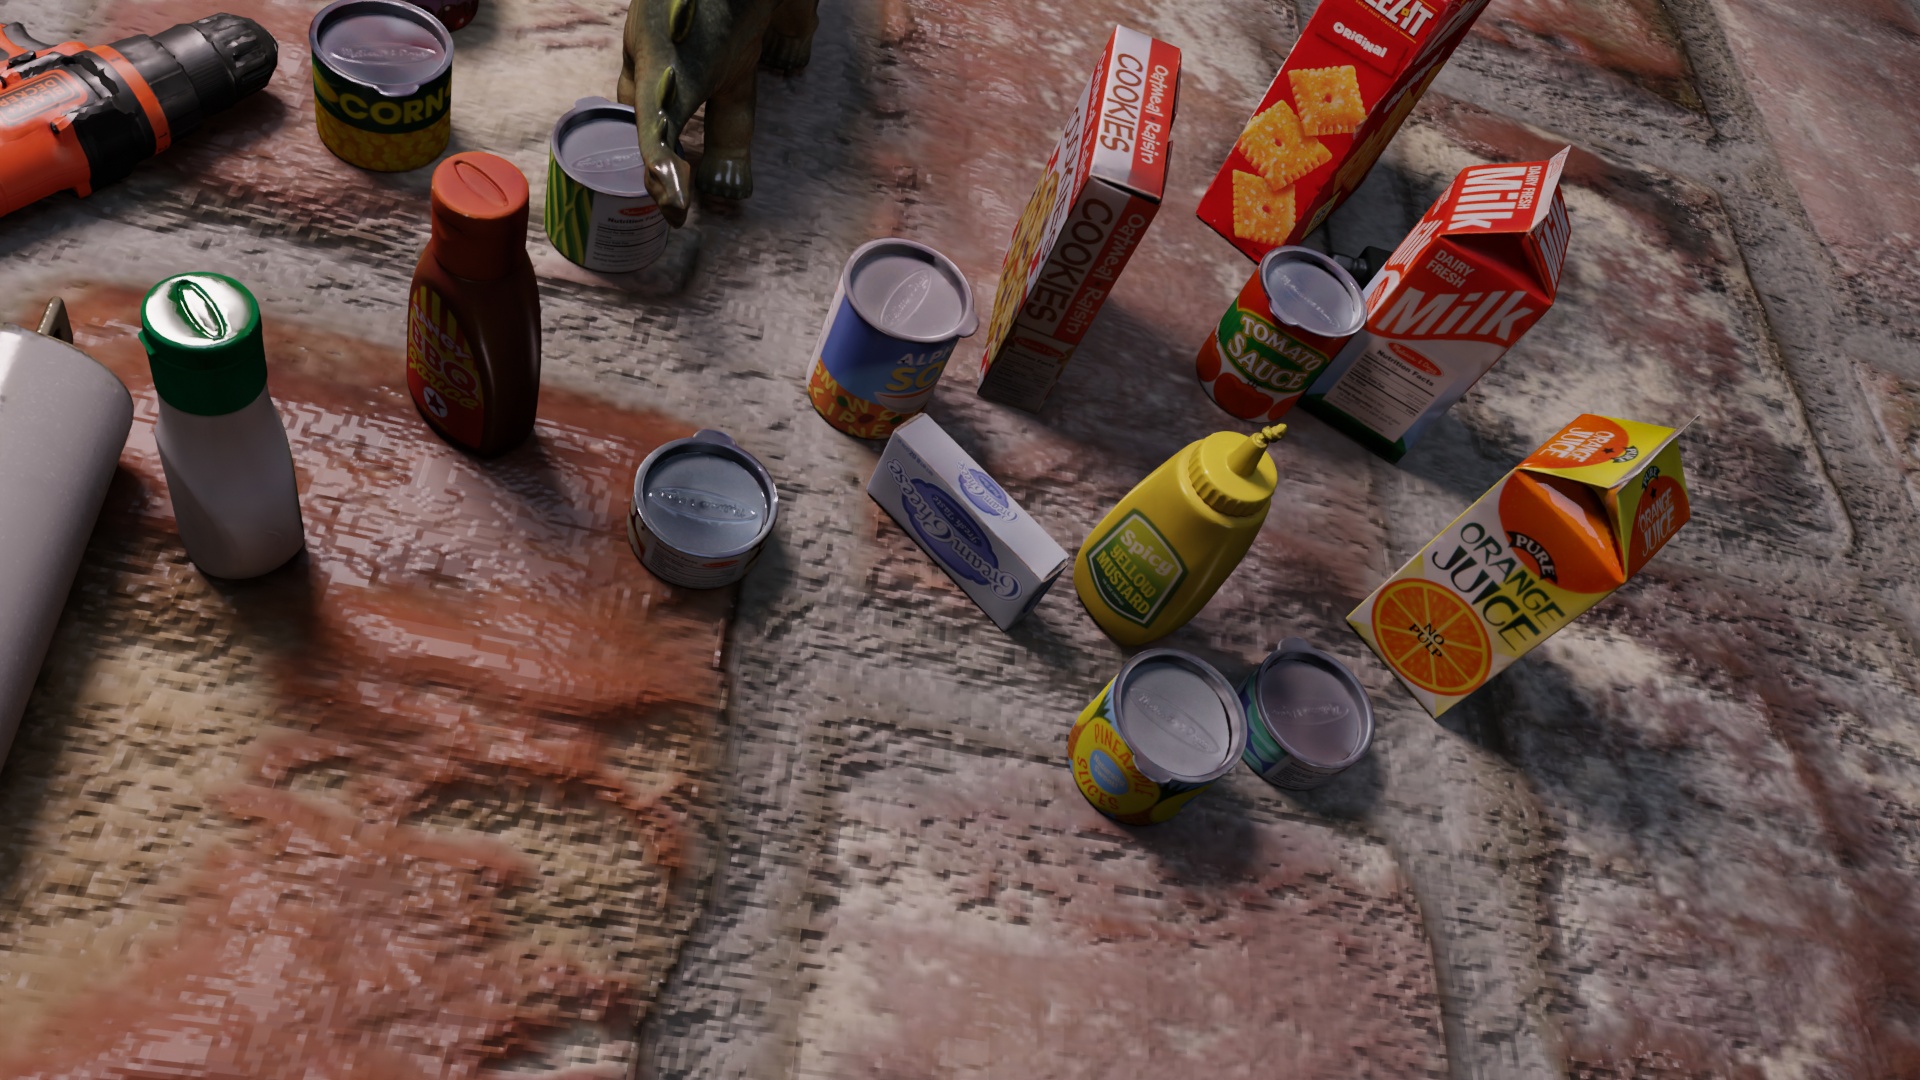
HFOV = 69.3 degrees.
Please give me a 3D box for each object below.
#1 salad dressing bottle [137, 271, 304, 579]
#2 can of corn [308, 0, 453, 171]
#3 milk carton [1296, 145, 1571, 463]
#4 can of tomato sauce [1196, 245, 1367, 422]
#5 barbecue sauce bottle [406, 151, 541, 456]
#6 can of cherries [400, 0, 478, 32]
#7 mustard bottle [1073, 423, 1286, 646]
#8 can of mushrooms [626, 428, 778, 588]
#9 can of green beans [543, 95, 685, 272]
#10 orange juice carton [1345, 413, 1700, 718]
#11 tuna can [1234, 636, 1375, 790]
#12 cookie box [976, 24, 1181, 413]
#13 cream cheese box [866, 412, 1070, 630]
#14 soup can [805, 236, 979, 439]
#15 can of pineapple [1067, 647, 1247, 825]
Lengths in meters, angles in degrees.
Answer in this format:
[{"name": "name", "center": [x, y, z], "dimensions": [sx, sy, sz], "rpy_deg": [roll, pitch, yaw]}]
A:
[{"name": "salad dressing bottle", "center": [-0.281, -0.040, 0.529], "dimensions": [0.044, 0.147, 0.064], "rpy_deg": [-28, 72, -33]}, {"name": "can of corn", "center": [-0.293, -0.229, 0.706], "dimensions": [0.071, 0.058, 0.071], "rpy_deg": [10, 55, -15]}, {"name": "milk carton", "center": [0.276, -0.136, 0.784], "dimensions": [0.073, 0.189, 0.073], "rpy_deg": [31, 53, 0]}, {"name": "can of tomato sauce", "center": [0.183, -0.117, 0.802], "dimensions": [0.071, 0.082, 0.071], "rpy_deg": [10, 55, -15]}, {"name": "barbecue sauce bottle", "center": [-0.208, -0.101, 0.597], "dimensions": [0.065, 0.147, 0.044], "rpy_deg": [42, 53, 9]}, {"name": "can of cherries", "center": [-0.297, -0.325, 0.767], "dimensions": [0.071, 0.058, 0.072], "rpy_deg": [10, 55, -15]}, {"name": "mustard bottle", "center": [0.107, -0.009, 0.653], "dimensions": [0.049, 0.159, 0.065], "rpy_deg": [-30, 73, -34]}, {"name": "can of mushrooms", "center": [-0.120, -0.015, 0.647], "dimensions": [0.071, 0.033, 0.071], "rpy_deg": [10, 55, -15]}, {"name": "can of green beans", "center": [-0.180, -0.182, 0.719], "dimensions": [0.071, 0.057, 0.071], "rpy_deg": [10, 55, -15]}, {"name": "orange juice carton", "center": [0.285, 0.006, 0.693], "dimensions": [0.072, 0.191, 0.073], "rpy_deg": [-30, 73, -34]}, {"name": "tuna can", "center": [0.168, 0.087, 0.694], "dimensions": [0.071, 0.032, 0.071], "rpy_deg": [10, 55, -15]}, {"name": "cookie box", "center": [0.062, -0.166, 0.735], "dimensions": [0.040, 0.166, 0.123], "rpy_deg": [19, 54, -9]}, {"name": "cream cheese box", "center": [0.002, -0.009, 0.679], "dimensions": [0.104, 0.053, 0.024], "rpy_deg": [45, 54, 11]}, {"name": "soup can", "center": [-0.035, -0.099, 0.705], "dimensions": [0.071, 0.083, 0.072], "rpy_deg": [10, 55, -15]}, {"name": "can of pineapple", "center": [0.088, 0.093, 0.643], "dimensions": [0.071, 0.057, 0.071], "rpy_deg": [10, 55, -15]}]
